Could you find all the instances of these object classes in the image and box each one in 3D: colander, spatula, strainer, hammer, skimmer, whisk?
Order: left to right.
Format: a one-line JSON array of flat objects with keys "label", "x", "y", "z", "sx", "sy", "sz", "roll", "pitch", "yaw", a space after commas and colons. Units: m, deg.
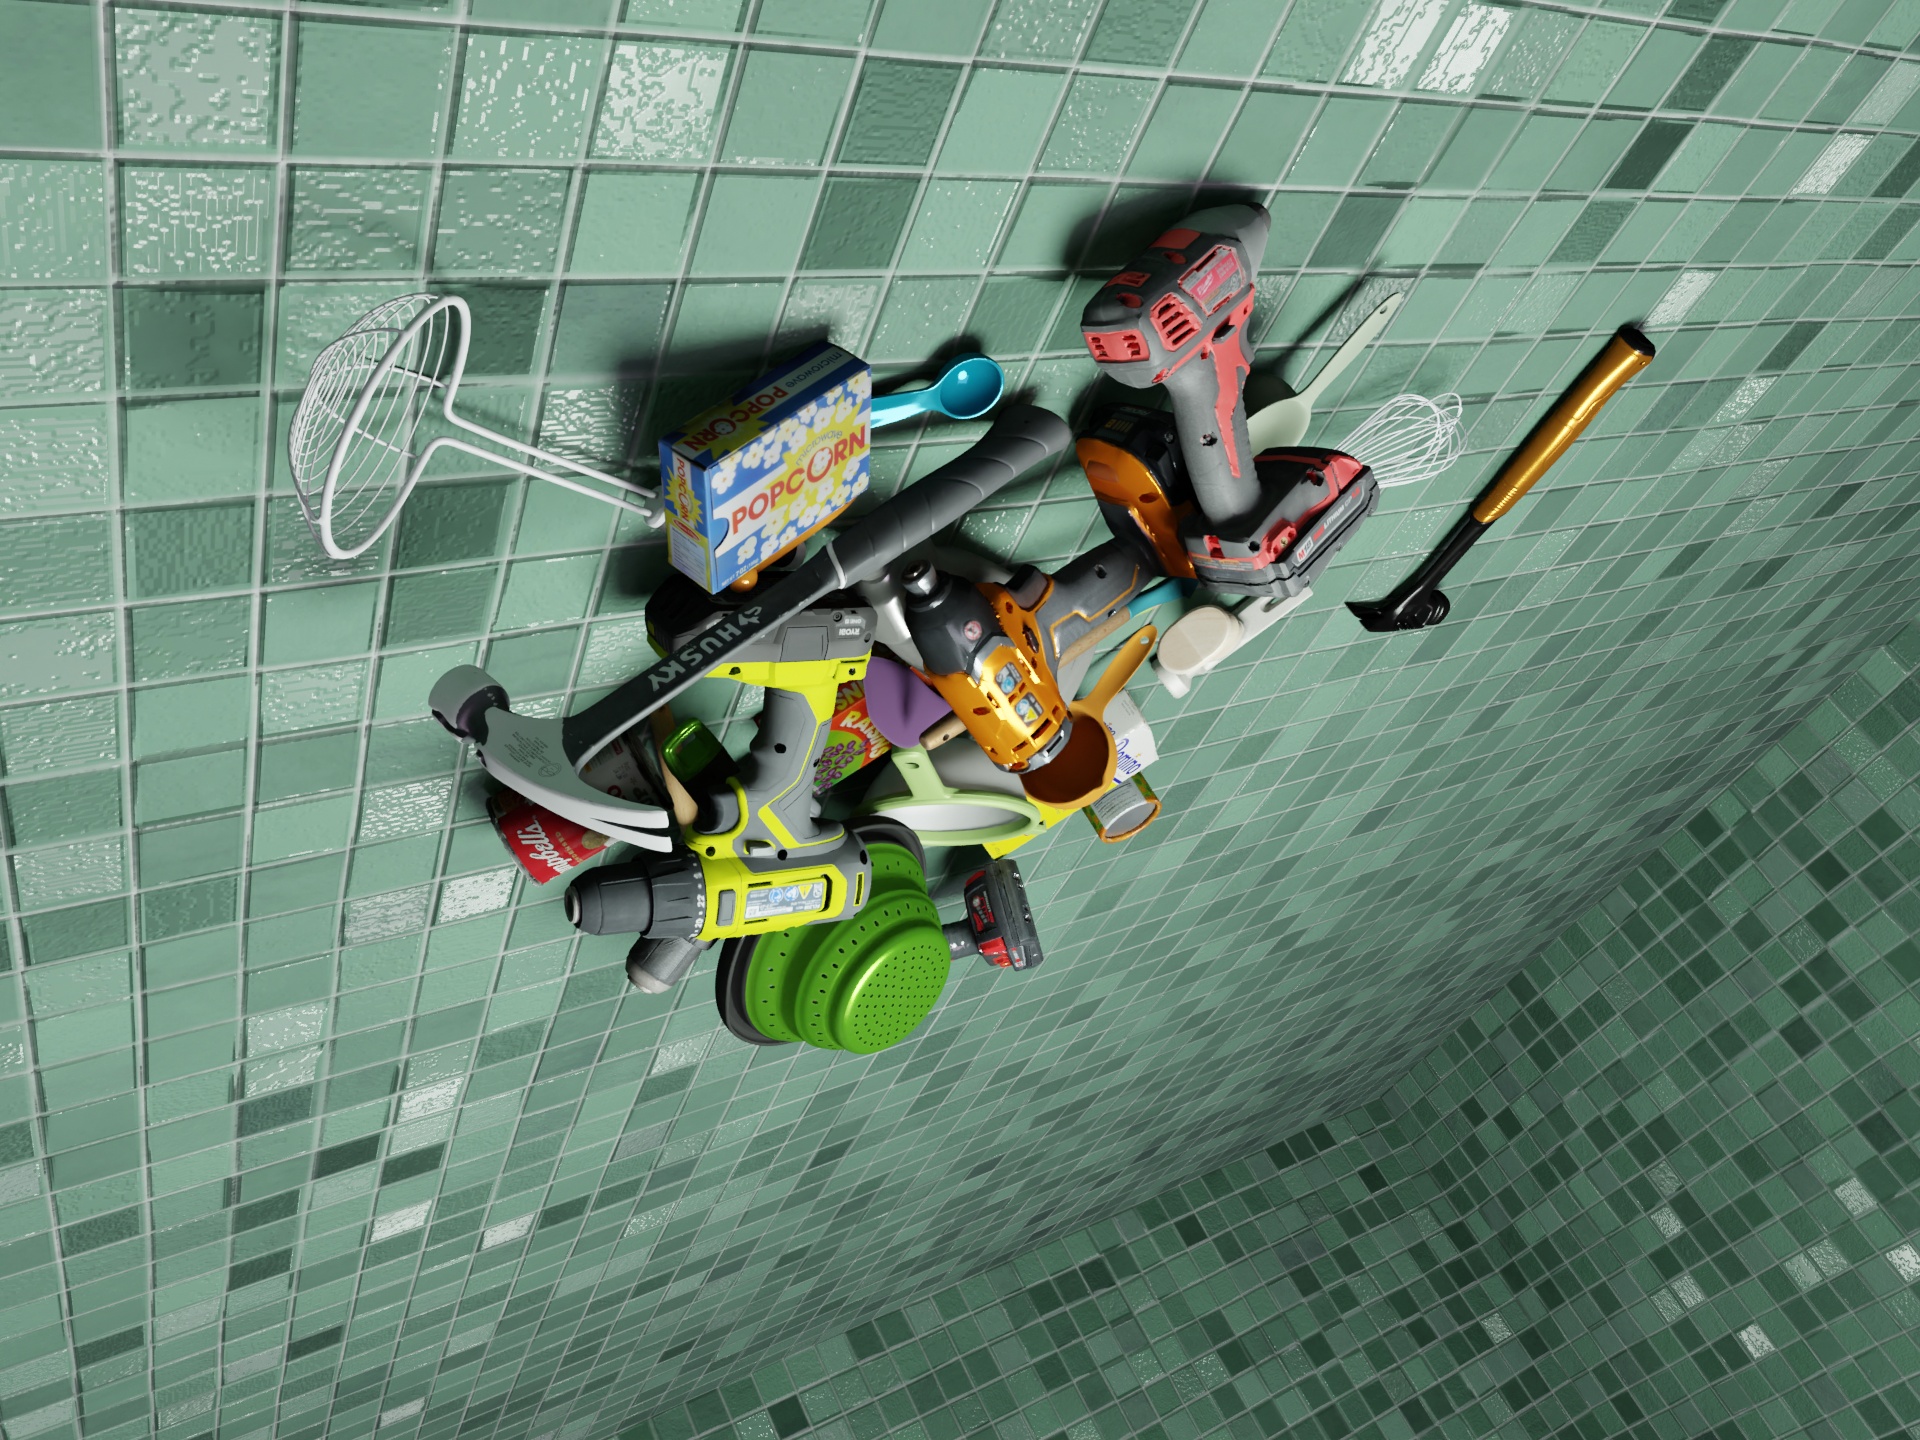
[{"label": "skimmer", "x": -0.180, "y": -0.113, "z": 0.811, "sx": 0.363, "sy": 0.090, "sz": 0.127, "roll": 14, "pitch": 105, "yaw": -56}, {"label": "hammer", "x": -0.079, "y": -0.075, "z": 0.879, "sx": 0.409, "sy": 0.149, "sz": 0.036, "roll": -38, "pitch": 150, "yaw": -31}, {"label": "colander", "x": -0.098, "y": 0.134, "z": 1.127, "sx": 0.204, "sy": 0.095, "sz": 0.396, "roll": -45, "pitch": 143, "yaw": -15}, {"label": "strainer", "x": -0.020, "y": 0.035, "z": 1.210, "sx": 0.151, "sy": 0.069, "sz": 0.256, "roll": -3, "pitch": 161, "yaw": 8}, {"label": "spatula", "x": -0.002, "y": -0.004, "z": 1.152, "sx": 0.018, "sy": 0.060, "sz": 0.315, "roll": -12, "pitch": 172, "yaw": 21}, {"label": "spatula", "x": 0.087, "y": -0.068, "z": 1.111, "sx": 0.317, "sy": 0.044, "sz": 0.082, "roll": -33, "pitch": 142, "yaw": -27}, {"label": "hammer", "x": 0.193, "y": -0.068, "z": 1.156, "sx": 0.146, "sy": 0.038, "sz": 0.410, "roll": -37, "pitch": 175, "yaw": 10}, {"label": "whisk", "x": 0.259, "y": -0.173, "z": 1.153, "sx": 0.284, "sy": 0.070, "sz": 0.070, "roll": -26, "pitch": 152, "yaw": -22}, {"label": "hammer", "x": 0.473, "y": -0.201, "z": 1.386, "sx": 0.127, "sy": 0.034, "sz": 0.336, "roll": -8, "pitch": 144, "yaw": -40}]

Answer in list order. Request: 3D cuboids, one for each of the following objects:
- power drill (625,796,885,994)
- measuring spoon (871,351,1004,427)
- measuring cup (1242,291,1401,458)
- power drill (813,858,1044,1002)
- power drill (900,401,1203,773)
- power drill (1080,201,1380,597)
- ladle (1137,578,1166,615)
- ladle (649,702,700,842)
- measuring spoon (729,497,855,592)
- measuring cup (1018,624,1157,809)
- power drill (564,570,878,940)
[{"label": "power drill", "x": -0.151, "y": 0.146, "z": 1.228, "sx": 0.185, "sy": 0.084, "sz": 0.226, "roll": -53, "pitch": 152, "yaw": -5}, {"label": "measuring spoon", "x": -0.038, "y": -0.188, "z": 0.920, "sx": 0.128, "sy": 0.021, "sz": 0.042, "roll": -15, "pitch": 140, "yaw": -11}, {"label": "measuring cup", "x": 0.228, "y": -0.235, "z": 1.083, "sx": 0.167, "sy": 0.038, "sz": 0.083, "roll": -47, "pitch": 149, "yaw": 23}, {"label": "power drill", "x": -0.048, "y": 0.196, "z": 1.425, "sx": 0.226, "sy": 0.080, "sz": 0.187, "roll": -16, "pitch": 157, "yaw": 1}, {"label": "power drill", "x": 0.064, "y": -0.096, "z": 1.006, "sx": 0.226, "sy": 0.084, "sz": 0.164, "roll": -48, "pitch": 129, "yaw": -13}, {"label": "power drill", "x": 0.166, "y": -0.194, "z": 0.953, "sx": 0.143, "sy": 0.079, "sz": 0.219, "roll": -46, "pitch": 124, "yaw": -24}, {"label": "ladle", "x": 0.173, "y": -0.096, "z": 1.235, "sx": 0.320, "sy": 0.062, "sz": 0.078, "roll": -32, "pitch": -169, "yaw": -7}, {"label": "ladle", "x": -0.200, "y": 0.069, "z": 1.158, "sx": 0.069, "sy": 0.031, "sz": 0.315, "roll": -35, "pitch": 153, "yaw": -22}, {"label": "measuring spoon", "x": -0.094, "y": -0.109, "z": 0.941, "sx": 0.117, "sy": 0.011, "sz": 0.021, "roll": -44, "pitch": 153, "yaw": -33}, {"label": "measuring cup", "x": 0.112, "y": -0.003, "z": 1.317, "sx": 0.173, "sy": 0.095, "sz": 0.052, "roll": -53, "pitch": 160, "yaw": -1}, {"label": "power drill", "x": -0.141, "y": 0.030, "z": 0.971, "sx": 0.190, "sy": 0.080, "sz": 0.228, "roll": -4, "pitch": 114, "yaw": -30}]
